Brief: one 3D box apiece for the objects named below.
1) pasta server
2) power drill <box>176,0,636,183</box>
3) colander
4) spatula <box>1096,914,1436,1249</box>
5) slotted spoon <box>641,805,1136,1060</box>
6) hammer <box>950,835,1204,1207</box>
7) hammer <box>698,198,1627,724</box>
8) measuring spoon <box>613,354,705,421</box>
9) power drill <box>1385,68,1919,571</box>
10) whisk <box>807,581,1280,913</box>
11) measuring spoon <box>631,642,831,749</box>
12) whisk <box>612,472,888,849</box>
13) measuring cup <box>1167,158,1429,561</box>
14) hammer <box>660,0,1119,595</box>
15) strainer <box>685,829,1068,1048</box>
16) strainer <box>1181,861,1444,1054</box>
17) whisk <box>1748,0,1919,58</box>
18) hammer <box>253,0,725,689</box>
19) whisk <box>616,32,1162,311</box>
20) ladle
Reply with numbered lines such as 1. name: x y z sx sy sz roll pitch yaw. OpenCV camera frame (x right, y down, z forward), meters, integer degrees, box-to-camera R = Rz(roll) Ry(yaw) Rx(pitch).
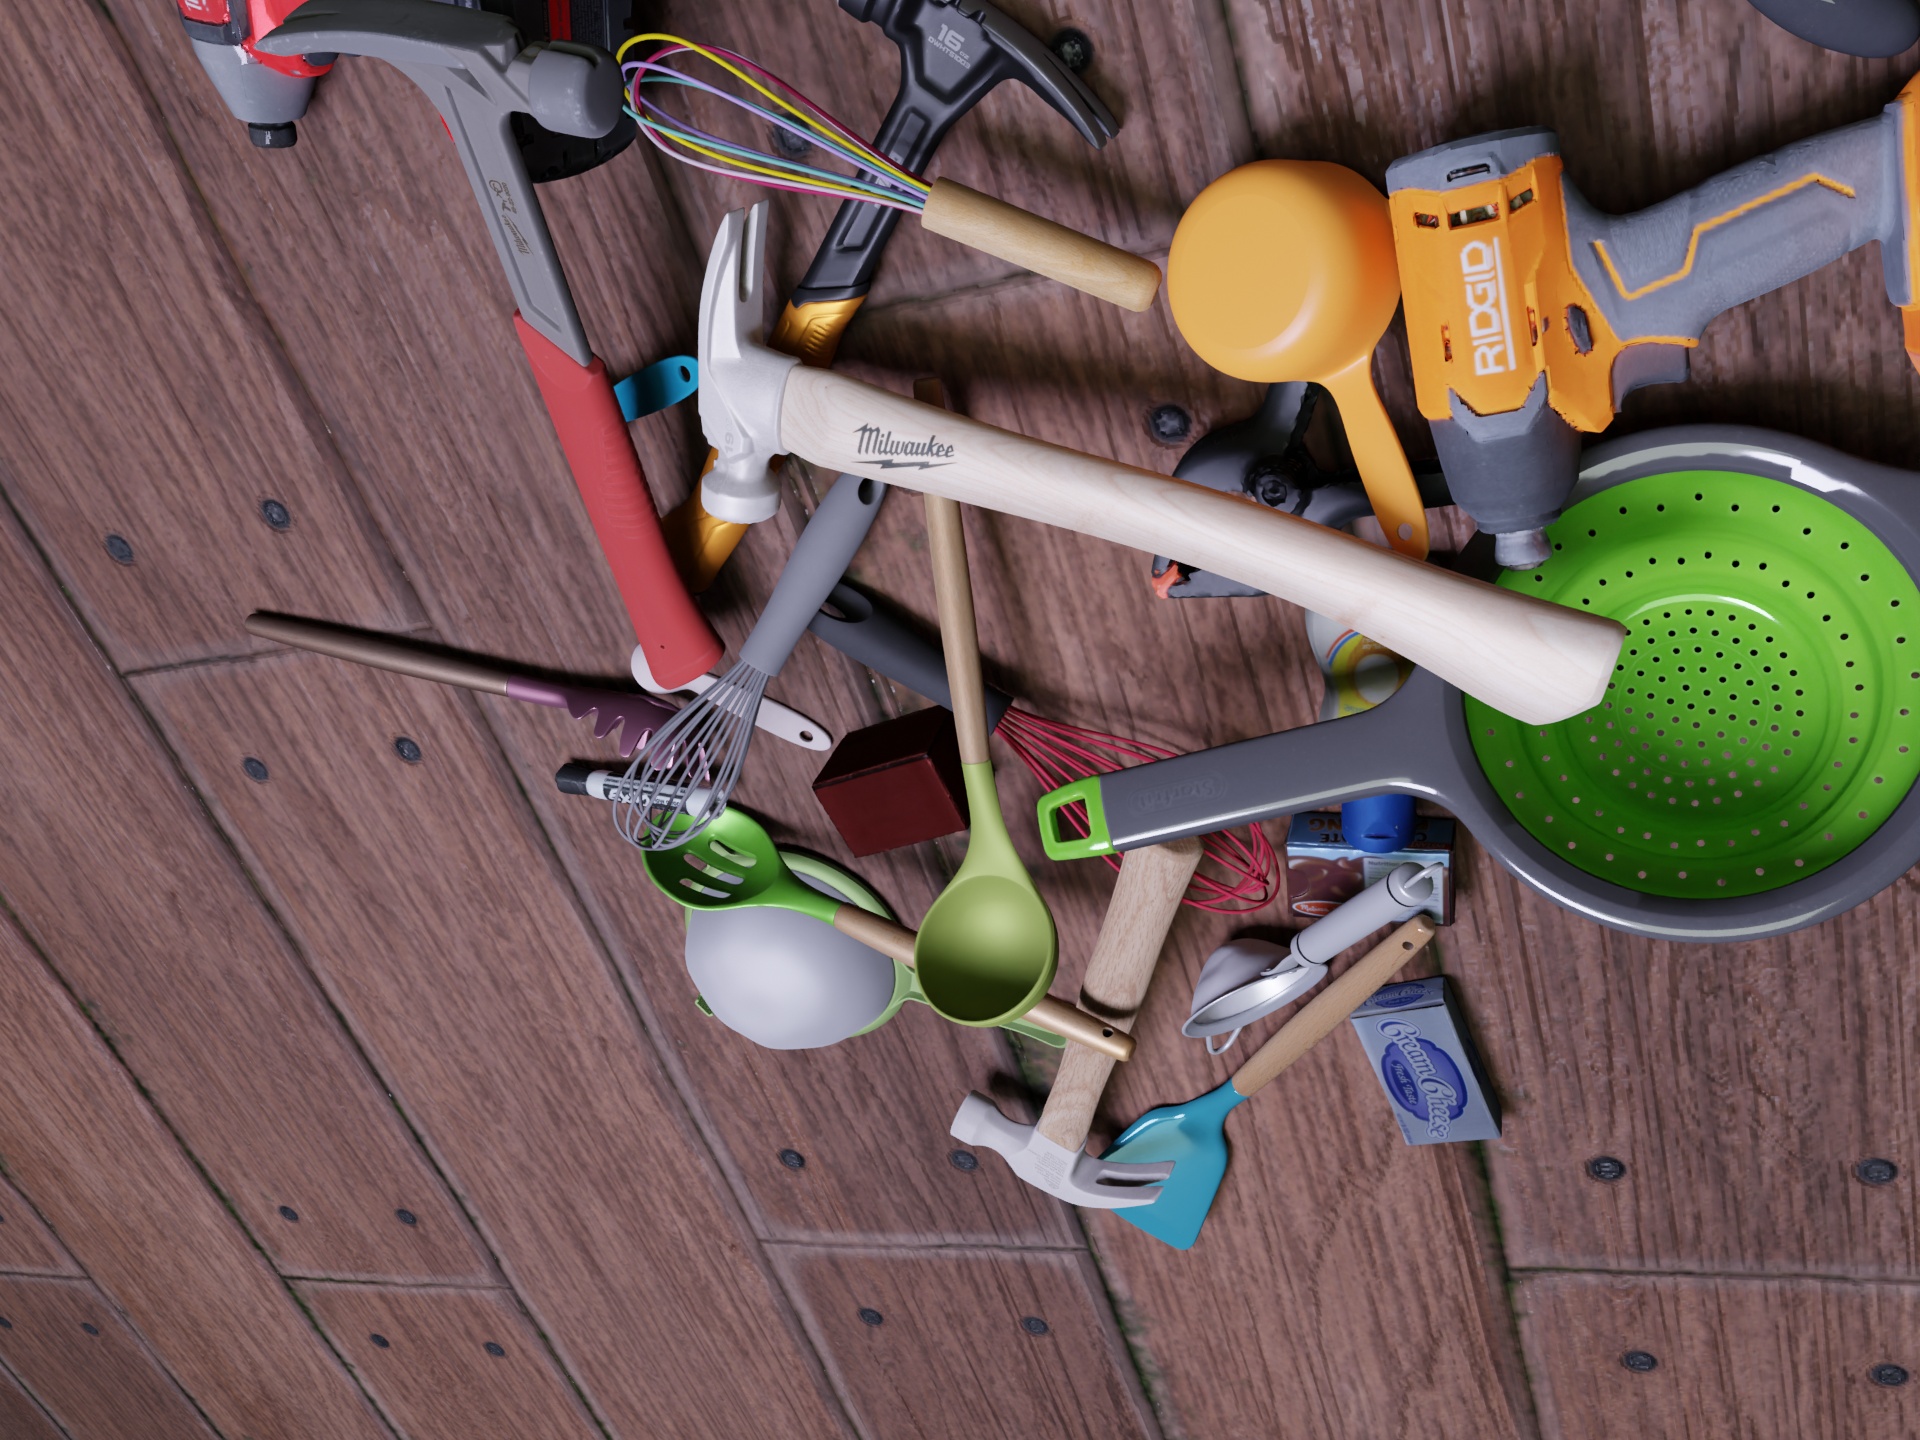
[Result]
1. pasta server: -0.289 -0.019 0.934 0.316 0.060 0.040 13 85 15
2. power drill: -0.251 -0.306 0.686 0.220 0.078 0.143 20 126 22
3. colander: 0.228 0.008 0.688 0.397 0.094 0.205 -15 77 23
4. spatula: 0.171 0.203 0.897 0.082 0.044 0.317 33 135 2
5. slotted spoon: -0.046 0.118 0.873 0.314 0.070 0.031 21 143 25
6. hammer: 0.078 0.167 0.860 0.130 0.031 0.331 26 137 14
7. hammer: 0.067 -0.099 0.663 0.411 0.038 0.146 21 126 19
8. measuring spoon: -0.158 -0.160 0.782 0.128 0.021 0.042 -10 114 46
9. power drill: 0.281 -0.147 0.579 0.226 0.084 0.164 -7 103 21
10. whisk: 0.038 0.009 0.820 0.296 0.073 0.073 32 128 4
11. measuring spoon: -0.131 -0.009 0.894 0.124 0.018 0.034 25 128 2
12. whisk: -0.104 -0.032 0.803 0.055 0.055 0.239 32 100 -2
13. measuring cup: 0.141 -0.140 0.634 0.095 0.052 0.174 -26 82 43
14. hammer: -0.064 -0.177 0.745 0.127 0.034 0.336 35 128 -3
15. strainer: -0.060 0.168 0.955 0.256 0.069 0.151 15 126 13
16. strainer: 0.175 0.115 0.808 0.258 0.087 0.050 123 130 -60
17. whisk: 0.206 -0.298 0.549 0.284 0.070 0.070 24 128 -3
18. hammer: -0.177 -0.142 0.712 0.149 0.037 0.358 16 146 19
19. whisk: -0.032 -0.224 0.653 0.245 0.051 0.047 23 122 3
20. ladle: -0.001 -0.002 0.770 0.078 0.062 0.320 2 108 29
